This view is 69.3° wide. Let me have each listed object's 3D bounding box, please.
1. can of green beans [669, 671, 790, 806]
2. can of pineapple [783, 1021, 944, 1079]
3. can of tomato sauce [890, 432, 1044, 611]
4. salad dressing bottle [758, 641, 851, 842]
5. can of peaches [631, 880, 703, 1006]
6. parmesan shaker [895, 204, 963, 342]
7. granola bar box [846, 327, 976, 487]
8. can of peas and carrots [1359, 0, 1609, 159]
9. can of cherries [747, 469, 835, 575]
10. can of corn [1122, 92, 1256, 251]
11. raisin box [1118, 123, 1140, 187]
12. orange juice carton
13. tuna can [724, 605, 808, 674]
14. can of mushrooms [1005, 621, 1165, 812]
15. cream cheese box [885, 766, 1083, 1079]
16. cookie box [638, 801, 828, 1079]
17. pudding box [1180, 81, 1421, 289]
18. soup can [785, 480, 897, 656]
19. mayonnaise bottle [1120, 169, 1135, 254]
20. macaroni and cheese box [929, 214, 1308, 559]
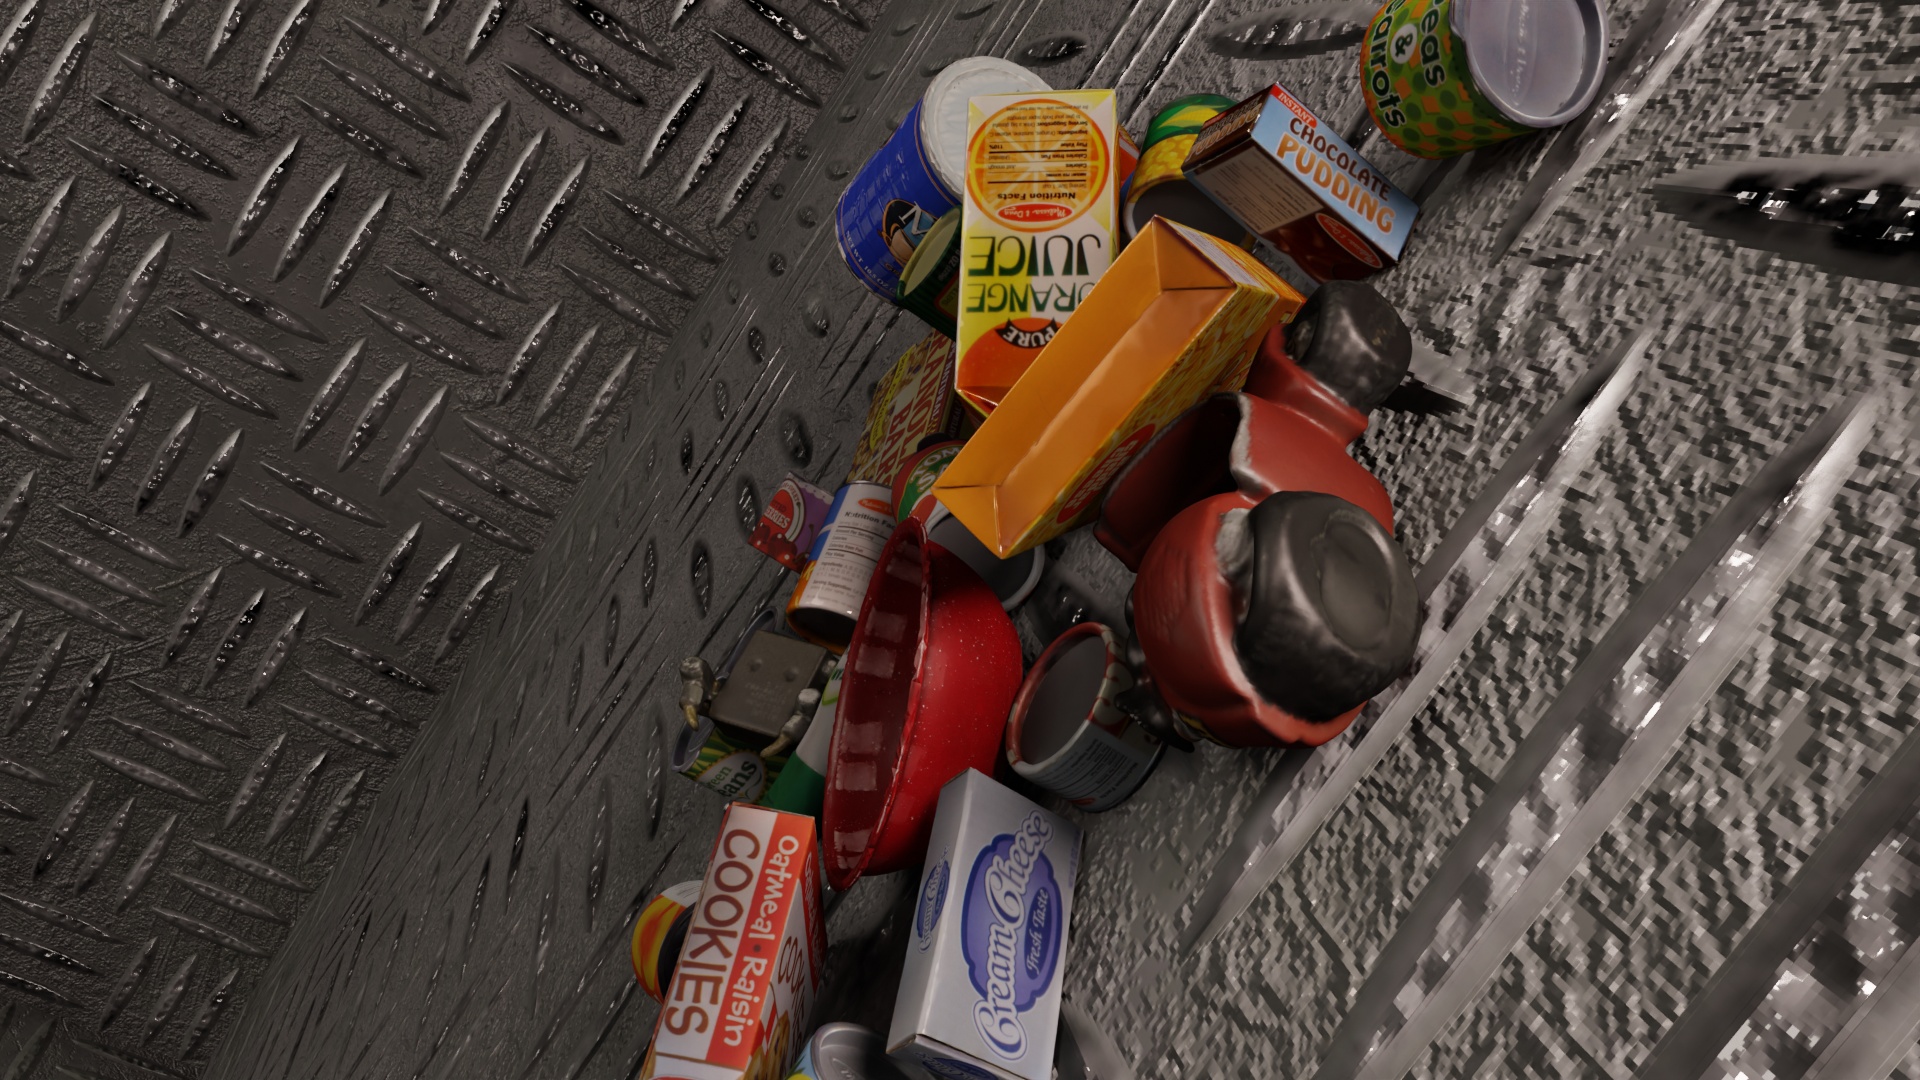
[{"bbox_3d":[-0.133,0.122,0.839,0.071,0.058,0.071,-48,22,27],"label":"can of green beans"},{"bbox_3d":[-0.039,0.210,0.475,0.058,0.071,0.071,-57,20,7],"label":"can of pineapple"},{"bbox_3d":[0.002,-0.009,0.697,0.071,0.071,0.083,-53,21,13],"label":"can of tomato sauce"},{"bbox_3d":[-0.051,0.087,0.718,0.147,0.044,0.064,-58,24,0],"label":"salad dressing bottle"},{"bbox_3d":[-0.125,0.206,0.685,0.058,0.071,0.071,-14,48,63],"label":"can of peaches"},{"bbox_3d":[0.021,-0.130,0.779,0.071,0.103,0.072,-48,23,27],"label":"parmesan shaker"},{"bbox_3d":[-0.023,-0.072,0.892,0.123,0.039,0.166,-39,28,42],"label":"granola bar box"},{"bbox_3d":[0.188,-0.178,0.508,0.071,0.071,0.058,-61,19,-9],"label":"can of peas and carrots"},{"bbox_3d":[-0.104,-0.008,0.941,0.058,0.071,0.071,-59,20,-2],"label":"can of cherries"},{"bbox_3d":[0.118,-0.172,0.672,0.071,0.071,0.058,-32,33,51],"label":"can of corn"},{"bbox_3d":[0.074,-0.227,0.892,0.086,0.040,0.124,-51,20,22],"label":"raisin box"},{"bbox_3d":[0.040,-0.113,0.671,0.071,0.073,0.193,57,-145,-75],"label":"orange juice carton"},{"bbox_3d":[-0.129,0.082,0.924,0.070,0.033,0.071,-48,22,27],"label":"tuna can"},{"bbox_3d":[0.049,0.065,0.532,0.070,0.033,0.071,-48,22,27],"label":"can of mushrooms"},{"bbox_3d":[0.011,0.137,0.487,0.024,0.053,0.104,-42,25,43],"label":"cream cheese box"},{"bbox_3d":[-0.094,0.209,0.559,0.122,0.040,0.168,93,-172,-49],"label":"cookie box"},{"bbox_3d":[0.136,-0.139,0.556,0.030,0.083,0.049,-61,19,-17],"label":"pudding box"},{"bbox_3d":[-0.056,0.020,0.800,0.071,0.071,0.084,-27,37,55],"label":"soup can"},{"bbox_3d":[0.066,-0.127,0.737,0.148,0.064,0.041,-56,22,-5],"label":"mayonnaise bottle"},{"bbox_3d":[0.069,-0.058,0.536,0.123,0.040,0.167,-50,-12,20],"label":"macaroni and cheese box"}]
